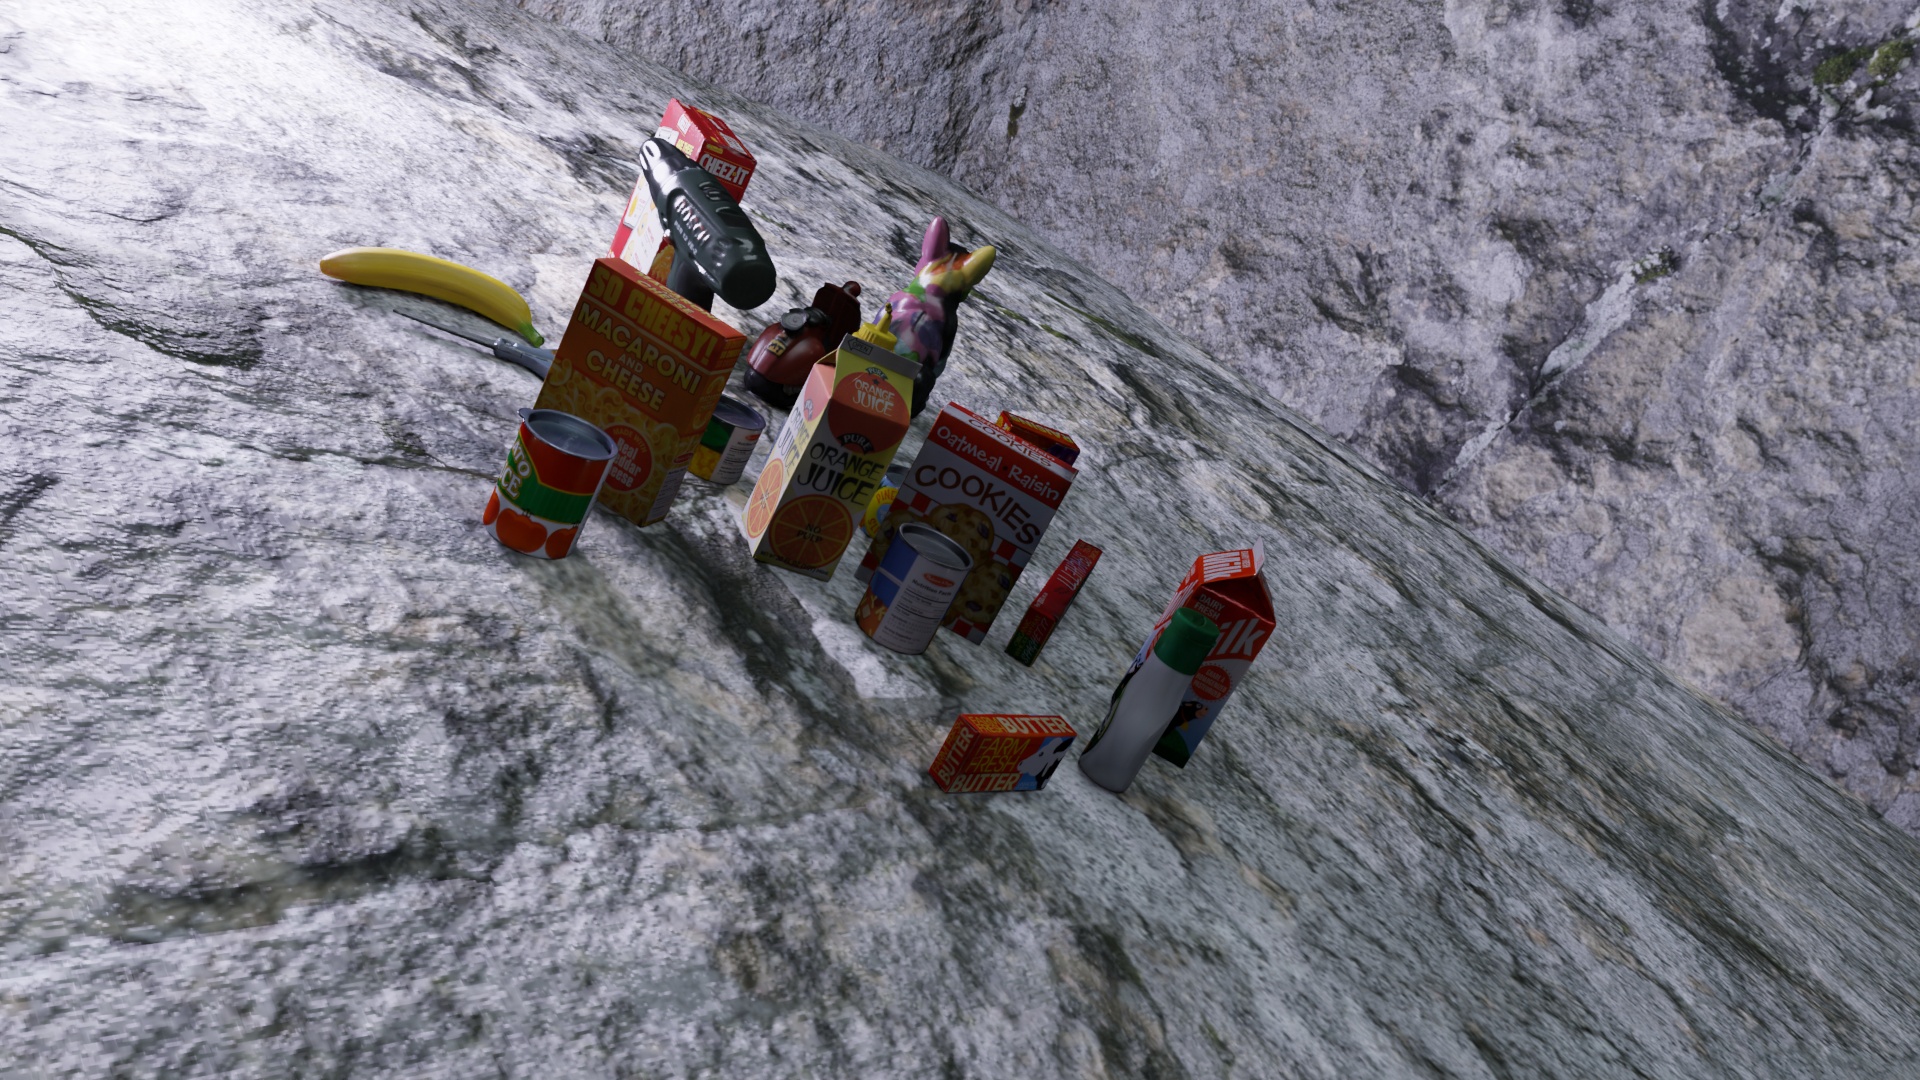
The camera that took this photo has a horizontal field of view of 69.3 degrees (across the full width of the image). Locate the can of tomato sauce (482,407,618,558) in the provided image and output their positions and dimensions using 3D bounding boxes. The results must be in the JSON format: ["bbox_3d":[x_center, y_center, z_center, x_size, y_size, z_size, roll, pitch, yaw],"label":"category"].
[{"bbox_3d":[-0.284,-0.039,0.955,0.071,0.082,0.071,25,19,-9],"label":"can of tomato sauce"}]

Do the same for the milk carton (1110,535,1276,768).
[{"bbox_3d":[0.201,0.084,1.148,0.073,0.190,0.072,29,19,-1],"label":"milk carton"}]

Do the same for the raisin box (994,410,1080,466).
[{"bbox_3d":[0.054,-0.061,1.413,0.086,0.123,0.040,19,21,-26],"label":"raisin box"}]

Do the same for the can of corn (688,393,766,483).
[{"bbox_3d":[-0.215,-0.092,1.219,0.071,0.058,0.071,25,19,-9],"label":"can of corn"}]

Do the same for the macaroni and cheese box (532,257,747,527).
[{"bbox_3d":[-0.252,-0.113,1.059,0.124,0.166,0.040,32,19,9],"label":"macaroni and cheese box"}]

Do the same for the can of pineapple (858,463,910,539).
[{"bbox_3d":[-0.056,-0.029,1.281,0.071,0.057,0.071,25,19,-9],"label":"can of pineapple"}]

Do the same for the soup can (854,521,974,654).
[{"bbox_3d":[-0.038,0.037,1.101,0.071,0.083,0.071,25,19,-9],"label":"soup can"}]

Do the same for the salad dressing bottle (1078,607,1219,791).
[{"bbox_3d":[0.143,0.119,1.045,0.044,0.147,0.064,33,19,13],"label":"salad dressing bottle"}]

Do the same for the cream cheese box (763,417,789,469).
[{"bbox_3d":[-0.154,-0.066,1.246,0.024,0.053,0.104,21,21,-21],"label":"cream cheese box"}]

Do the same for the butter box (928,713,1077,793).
[{"bbox_3d":[0.030,0.147,0.964,0.103,0.053,0.024,9,27,-44],"label":"butter box"}]

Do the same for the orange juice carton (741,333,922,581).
[{"bbox_3d":[-0.102,-0.071,1.119,0.072,0.192,0.073,19,21,-26],"label":"orange juice carton"}]

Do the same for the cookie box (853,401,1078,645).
[{"bbox_3d":[0.004,-0.015,1.161,0.123,0.166,0.040,29,19,1],"label":"cookie box"}]

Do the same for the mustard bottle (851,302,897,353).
[{"bbox_3d":[-0.101,-0.169,1.414,0.065,0.159,0.049,39,21,28],"label":"mustard bottle"}]

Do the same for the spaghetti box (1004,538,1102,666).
[{"bbox_3d":[0.090,0.052,1.288,0.029,0.050,0.251,31,19,6],"label":"spaghetti box"}]
